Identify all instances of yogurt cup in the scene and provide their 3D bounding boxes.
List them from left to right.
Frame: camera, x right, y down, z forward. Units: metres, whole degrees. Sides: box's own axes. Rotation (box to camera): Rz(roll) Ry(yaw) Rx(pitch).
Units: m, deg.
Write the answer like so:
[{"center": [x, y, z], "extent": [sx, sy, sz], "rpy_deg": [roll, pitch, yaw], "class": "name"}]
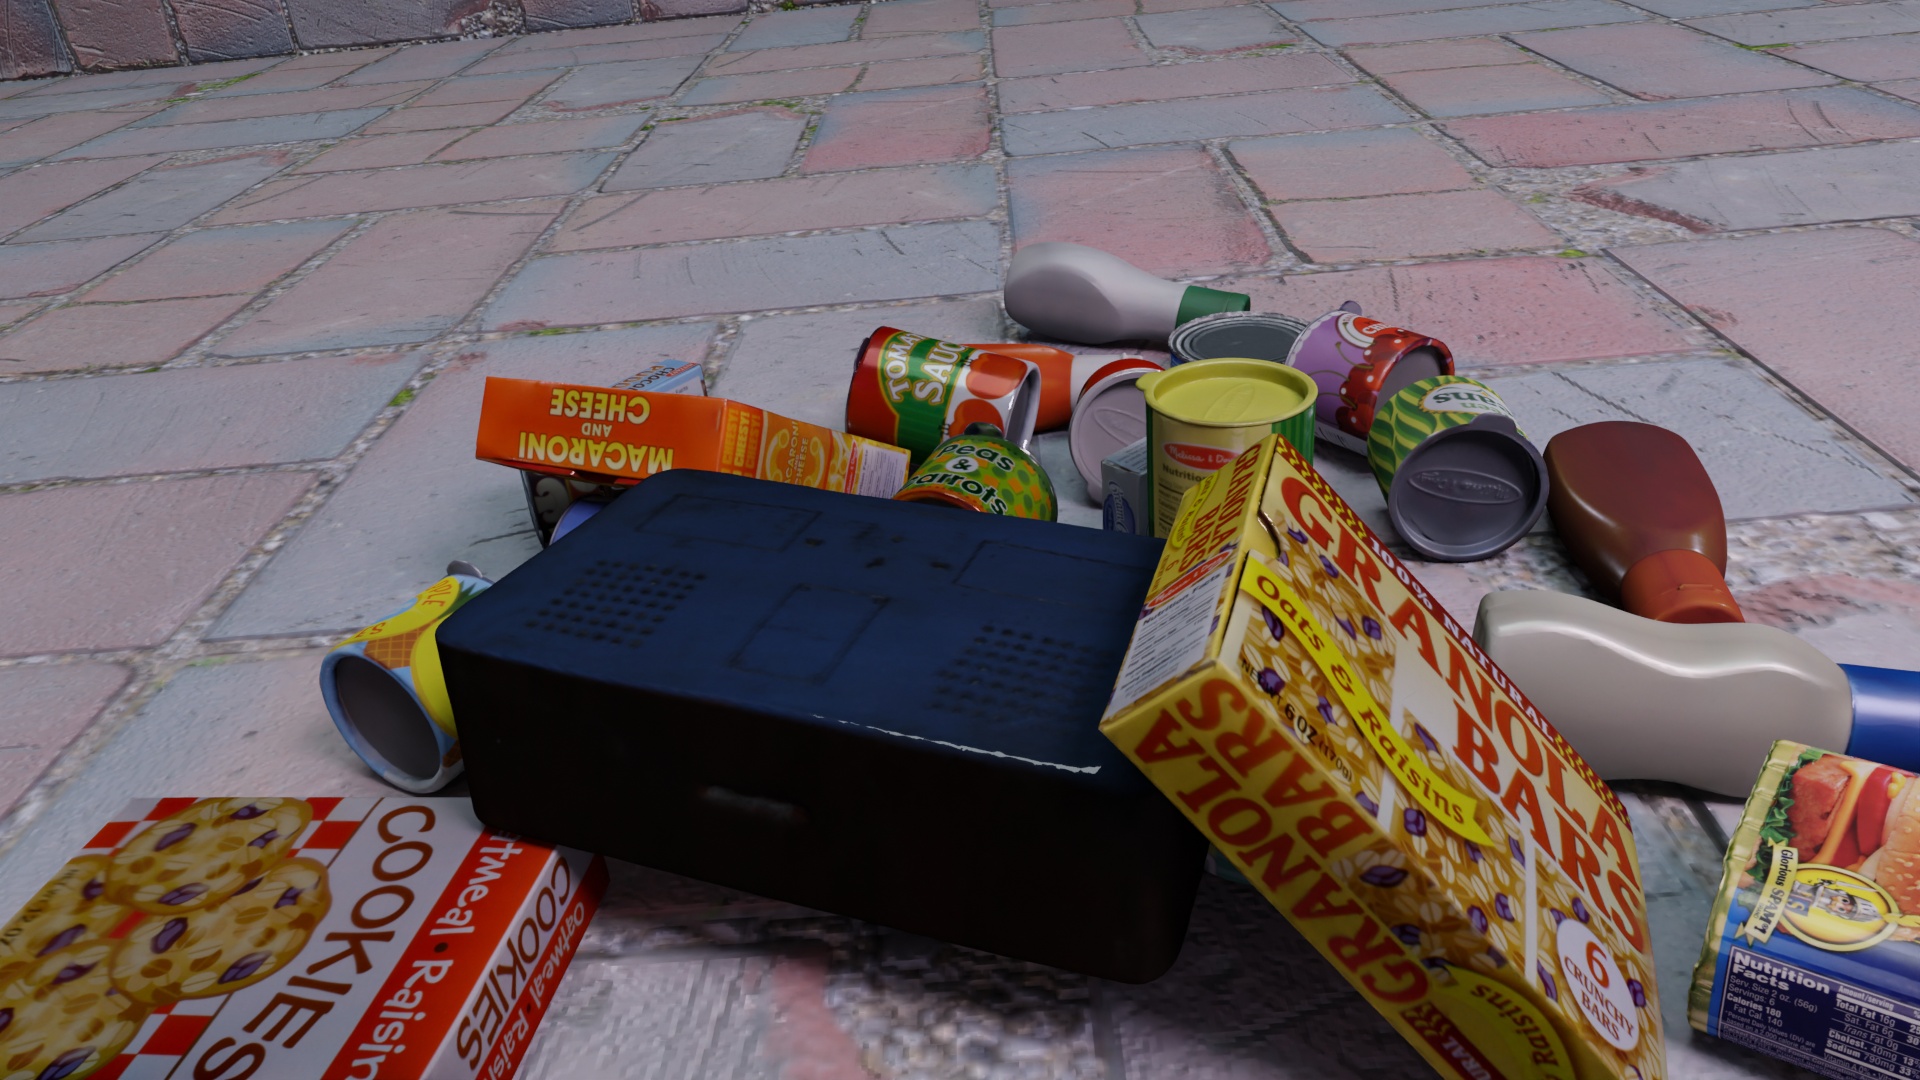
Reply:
[{"center": [0.086, -0.058, 0.691], "extent": [0.072, 0.072, 0.054], "rpy_deg": [-4, 20, 3], "class": "yogurt cup"}]

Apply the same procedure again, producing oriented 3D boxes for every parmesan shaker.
[{"center": [0.106, -0.015, 0.564], "extent": [0.071, 0.102, 0.071], "rpy_deg": [-4, 28, 2], "class": "parmesan shaker"}]

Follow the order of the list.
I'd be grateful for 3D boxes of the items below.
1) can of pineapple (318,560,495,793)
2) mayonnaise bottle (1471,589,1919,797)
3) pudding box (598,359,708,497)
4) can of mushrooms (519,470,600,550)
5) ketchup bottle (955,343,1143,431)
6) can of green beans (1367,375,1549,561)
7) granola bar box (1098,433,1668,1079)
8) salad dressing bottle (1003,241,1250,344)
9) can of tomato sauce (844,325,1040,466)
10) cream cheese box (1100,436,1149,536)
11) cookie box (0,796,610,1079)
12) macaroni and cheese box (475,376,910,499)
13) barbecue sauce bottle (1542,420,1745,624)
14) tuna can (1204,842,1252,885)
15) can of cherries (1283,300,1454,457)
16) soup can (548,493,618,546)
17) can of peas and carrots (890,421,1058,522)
[{"center": [-0.200, 0.052, 0.532], "extent": [0.071, 0.070, 0.058], "rpy_deg": [10, 32, 27], "class": "can of pineapple"}, {"center": [0.247, 0.054, 0.459], "extent": [0.148, 0.064, 0.041], "rpy_deg": [5, 26, 11], "class": "mayonnaise bottle"}, {"center": [-0.175, -0.062, 0.758], "extent": [0.030, 0.049, 0.084], "rpy_deg": [13, 34, 33], "class": "pudding box"}, {"center": [-0.201, -0.031, 0.692], "extent": [0.033, 0.070, 0.071], "rpy_deg": [-15, 30, -19], "class": "can of mushrooms"}, {"center": [0.026, -0.084, 0.768], "extent": [0.149, 0.043, 0.065], "rpy_deg": [1, 35, 12], "class": "ketchup bottle"}, {"center": [0.219, -0.033, 0.616], "extent": [0.071, 0.071, 0.058], "rpy_deg": [-2, 28, 6], "class": "can of green beans"}, {"center": [0.119, 0.062, 0.373], "extent": [0.039, 0.165, 0.125], "rpy_deg": [-39, 10, 33], "class": "granola bar box"}, {"center": [0.102, -0.146, 0.856], "extent": [0.148, 0.064, 0.044], "rpy_deg": [15, 52, 18], "class": "salad dressing bottle"}, {"center": [-0.008, -0.069, 0.705], "extent": [0.083, 0.070, 0.071], "rpy_deg": [15, 33, 13], "class": "can of tomato sauce"}, {"center": [0.107, -0.029, 0.642], "extent": [0.104, 0.053, 0.024], "rpy_deg": [-28, 37, -35], "class": "cream cheese box"}, {"center": [-0.208, 0.131, 0.420], "extent": [0.167, 0.040, 0.123], "rpy_deg": [-2, 28, 9], "class": "cookie box"}, {"center": [-0.114, -0.038, 0.633], "extent": [0.124, 0.040, 0.166], "rpy_deg": [8, 0, 24], "class": "macaroni and cheese box"}, {"center": [0.281, 0.000, 0.568], "extent": [0.065, 0.043, 0.149], "rpy_deg": [1, 30, 12], "class": "barbecue sauce bottle"}, {"center": [0.098, 0.082, 0.461], "extent": [0.071, 0.032, 0.071], "rpy_deg": [-4, 28, 2], "class": "tuna can"}, {"center": [0.206, -0.080, 0.699], "extent": [0.072, 0.071, 0.058], "rpy_deg": [-22, 32, -27], "class": "can of cherries"}, {"center": [-0.122, 0.018, 0.587], "extent": [0.084, 0.071, 0.072], "rpy_deg": [5, 30, 17], "class": "soup can"}, {"center": [0.002, -0.008, 0.603], "extent": [0.071, 0.070, 0.059], "rpy_deg": [7, 31, 22], "class": "can of peas and carrots"}]
